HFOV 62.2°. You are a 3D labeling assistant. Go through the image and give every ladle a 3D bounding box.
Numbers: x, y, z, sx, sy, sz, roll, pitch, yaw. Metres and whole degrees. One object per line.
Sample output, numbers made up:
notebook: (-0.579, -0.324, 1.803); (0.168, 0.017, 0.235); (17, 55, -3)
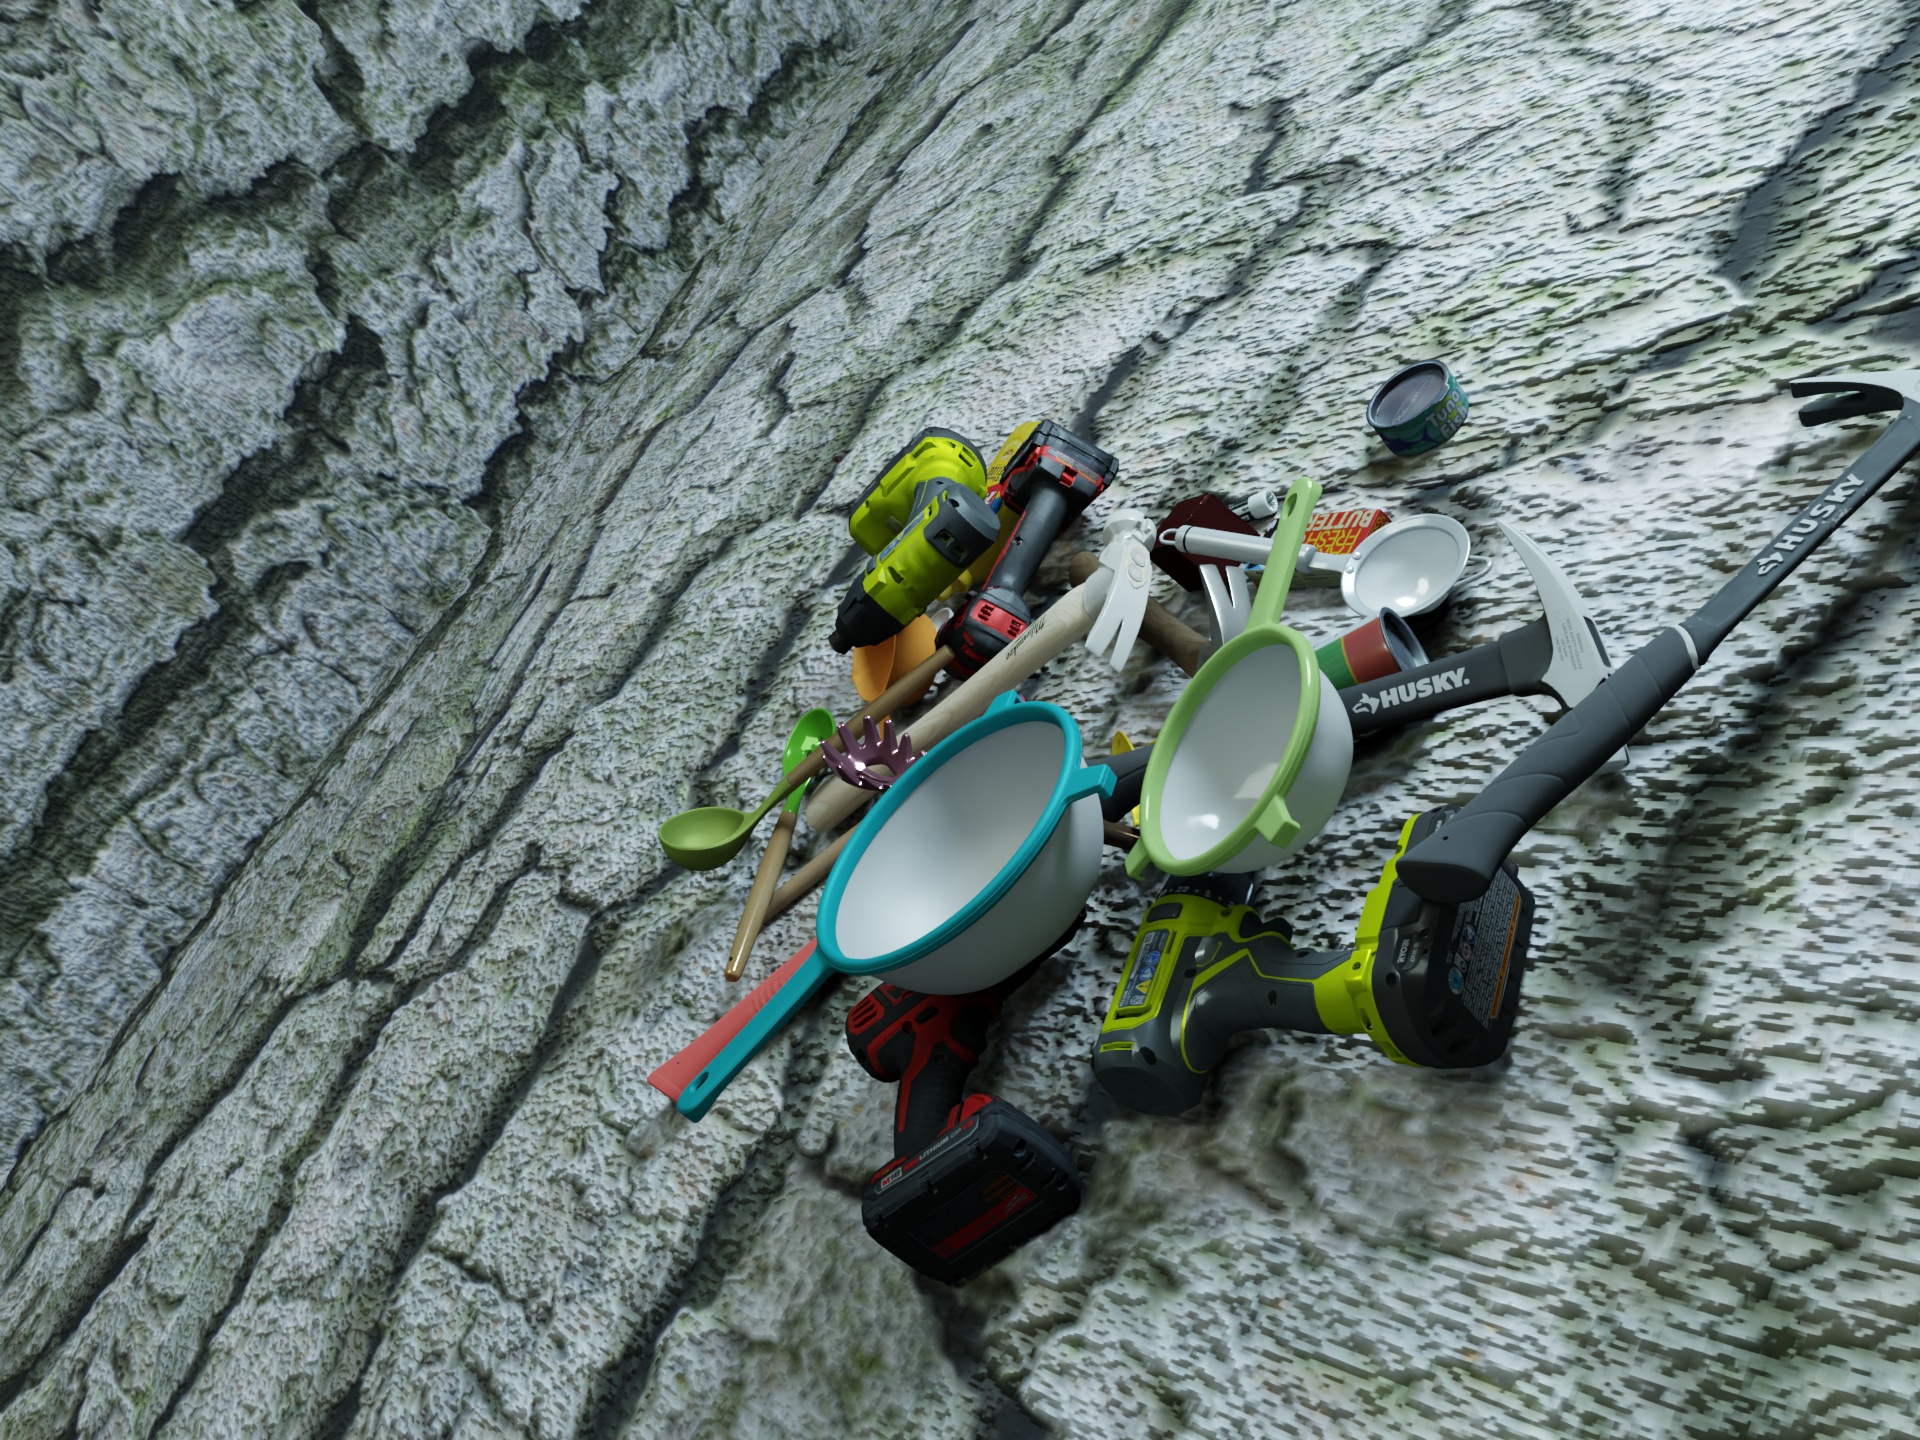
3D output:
ladle: (-0.133, 0.028, 1.345); (0.320, 0.062, 0.078); (-39, 14, 21)

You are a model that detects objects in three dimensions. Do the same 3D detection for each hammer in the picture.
hammer: (0.208, -0.004, 0.939); (0.335, 0.035, 0.146); (-19, 74, 35)
hammer: (-0.107, 0.175, 1.230); (0.359, 0.036, 0.149); (-41, 25, 14)
hammer: (-0.002, -0.004, 1.231); (0.410, 0.038, 0.146); (-38, 25, 41)
hammer: (0.141, -0.076, 1.177); (0.331, 0.031, 0.130); (-126, 42, -67)
hammer: (0.370, -0.051, 0.794); (0.409, 0.036, 0.149); (-40, 28, -11)

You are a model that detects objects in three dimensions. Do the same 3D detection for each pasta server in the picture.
pasta server: (0.021, 0.052, 1.140); (0.316, 0.040, 0.060); (13, 44, 41)

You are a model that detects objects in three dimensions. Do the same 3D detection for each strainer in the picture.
strainer: (0.240, -0.107, 1.066); (0.259, 0.050, 0.087); (16, 66, 41)
strainer: (0.184, -0.019, 0.900); (0.151, 0.069, 0.256); (-26, 40, 61)
strainer: (-0.028, 0.141, 0.987); (0.340, 0.095, 0.211); (-46, 22, 0)

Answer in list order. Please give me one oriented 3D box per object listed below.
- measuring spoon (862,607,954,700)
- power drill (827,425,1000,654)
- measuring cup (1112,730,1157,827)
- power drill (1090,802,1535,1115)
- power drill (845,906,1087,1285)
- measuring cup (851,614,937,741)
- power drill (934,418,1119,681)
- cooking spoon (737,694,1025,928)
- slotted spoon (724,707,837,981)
measuring spoon: (-0.046, -0.056, 1.469); (0.124, 0.018, 0.034); (-43, 29, 22)
power drill: (-0.044, -0.154, 1.355); (0.171, 0.080, 0.223); (-42, 19, 20)
measuring cup: (0.130, 0.033, 1.097); (0.157, 0.029, 0.062); (-110, 33, -76)
power drill: (0.188, 0.118, 0.875); (0.228, 0.080, 0.191); (-18, 36, 45)
power drill: (0.013, 0.212, 0.997); (0.188, 0.080, 0.227); (-38, 27, 15)
measuring cup: (-0.048, -0.020, 1.393); (0.095, 0.052, 0.174); (-45, 48, 50)
power drill: (0.045, -0.134, 1.358); (0.220, 0.078, 0.143); (-65, 9, -18)
cooking spoon: (-0.068, 0.082, 1.317); (0.319, 0.017, 0.069); (-39, 25, 15)
slotted spoon: (-0.157, 0.103, 1.379); (0.070, 0.031, 0.314); (-29, 29, 32)
